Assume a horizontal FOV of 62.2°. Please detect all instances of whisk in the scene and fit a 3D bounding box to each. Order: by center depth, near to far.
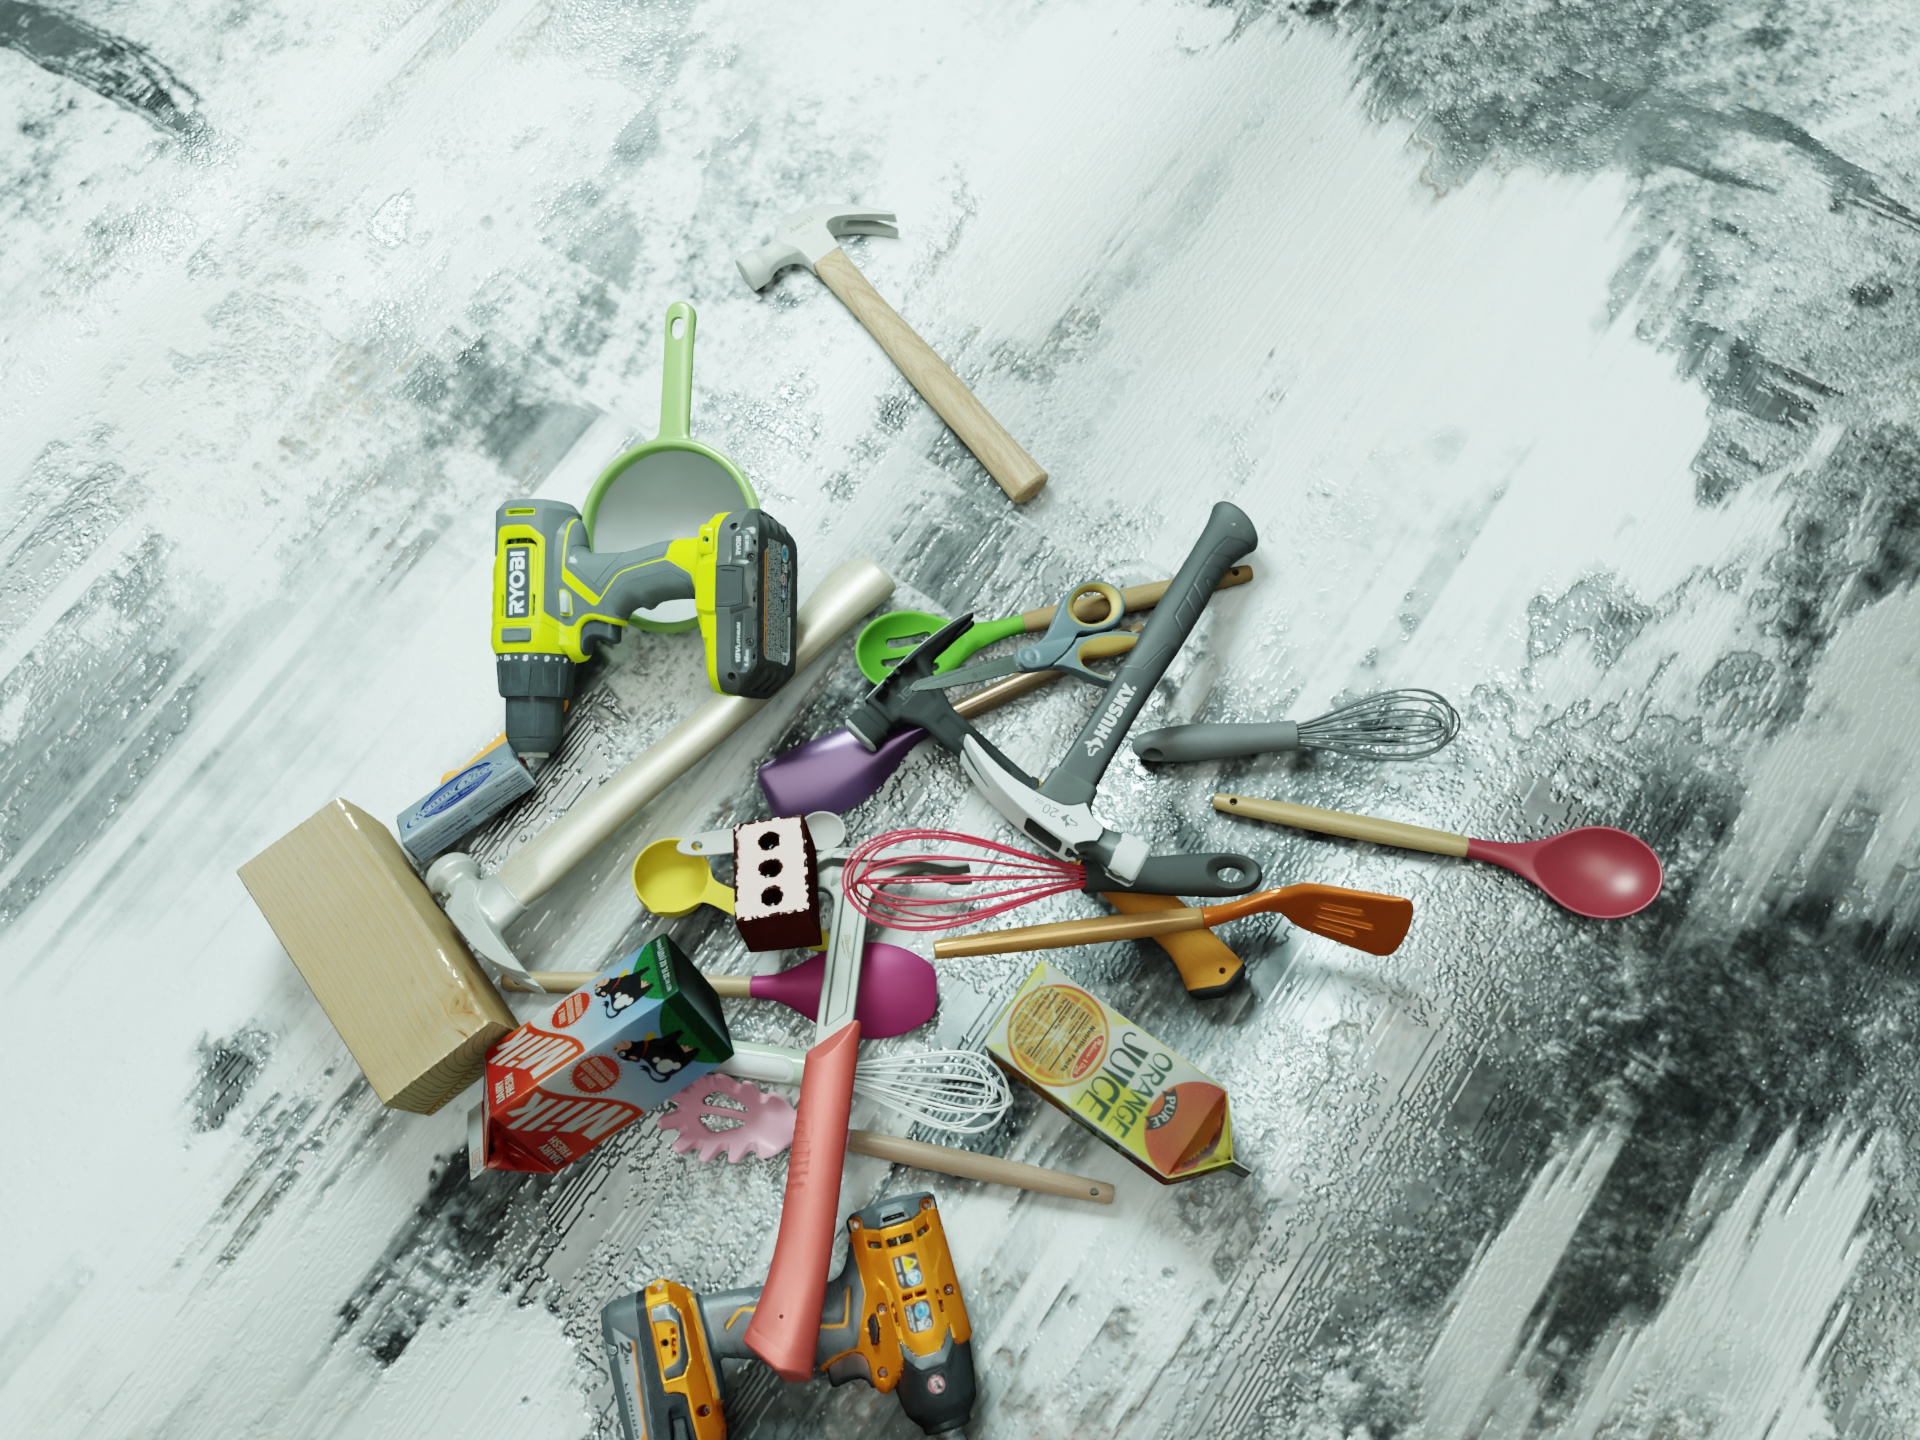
[{"bbox_3d":[0.065,0.109,1.095,0.295,0.073,0.073,0,70,-9],"label":"whisk"},{"bbox_3d":[-0.084,0.248,1.112,0.246,0.059,0.058,6,99,10],"label":"whisk"},{"bbox_3d":[0.246,0.009,1.174,0.239,0.055,0.055,-5,70,6],"label":"whisk"}]

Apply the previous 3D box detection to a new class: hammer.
[{"bbox_3d":[-0.080,0.249,1.061,0.149,0.036,0.359,1,57,7],"label":"hammer"},{"bbox_3d":[0.129,-0.043,1.149,0.146,0.035,0.335,28,58,9],"label":"hammer"},{"bbox_3d":[0.077,0.070,1.153,0.337,0.034,0.127,43,79,11],"label":"hammer"},{"bbox_3d":[-0.202,0.025,1.182,0.410,0.038,0.146,-42,49,-14],"label":"hammer"},{"bbox_3d":[-0.040,-0.306,1.311,0.130,0.031,0.331,-37,73,-9],"label":"hammer"}]

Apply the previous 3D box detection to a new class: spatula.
[{"bbox_3d":[0.143,0.146,1.087,0.322,0.081,0.041,-6,54,-3],"label":"spatula"},{"bbox_3d":[-0.002,-0.004,1.209,0.316,0.018,0.060,-25,83,-5],"label":"spatula"}]

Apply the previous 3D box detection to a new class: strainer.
[{"bbox_3d":[-0.214,-0.193,1.242,0.151,0.069,0.256,1,87,13],"label":"strainer"}]

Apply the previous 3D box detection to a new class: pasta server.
[{"bbox_3d":[-0.051,0.296,1.096,0.316,0.040,0.060,10,84,6],"label":"pasta server"}]

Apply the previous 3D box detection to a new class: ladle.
[{"bbox_3d":[0.339,0.087,1.149,0.315,0.031,0.069,10,69,9],"label":"ladle"}]

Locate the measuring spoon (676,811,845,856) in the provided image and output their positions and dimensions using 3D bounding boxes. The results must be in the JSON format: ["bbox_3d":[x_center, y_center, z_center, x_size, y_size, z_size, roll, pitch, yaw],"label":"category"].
[{"bbox_3d":[-0.147,0.090,1.175,0.124,0.018,0.034,-6,54,-9],"label":"measuring spoon"}]

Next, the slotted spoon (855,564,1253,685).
[{"bbox_3d":[0.074,-0.078,1.226,0.313,0.031,0.070,-13,70,-3],"label":"slotted spoon"}]

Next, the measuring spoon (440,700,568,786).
[{"bbox_3d":[-0.352,0.017,1.227,0.117,0.011,0.021,-38,72,-9],"label":"measuring spoon"}]

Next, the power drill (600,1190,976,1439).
[{"bbox_3d":[-0.104,0.418,1.034,0.226,0.084,0.164,-16,70,-6],"label":"power drill"}]

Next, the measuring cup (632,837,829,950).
[{"bbox_3d":[-0.167,0.137,1.171,0.156,0.029,0.062,24,65,-1],"label":"measuring cup"}]

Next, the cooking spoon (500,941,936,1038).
[{"bbox_3d":[-0.176,0.192,1.149,0.319,0.017,0.069,0,80,5],"label":"cooking spoon"}]

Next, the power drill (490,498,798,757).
[{"bbox_3d":[-0.240,-0.068,1.170,0.228,0.080,0.190,-1,87,16],"label":"power drill"}]
